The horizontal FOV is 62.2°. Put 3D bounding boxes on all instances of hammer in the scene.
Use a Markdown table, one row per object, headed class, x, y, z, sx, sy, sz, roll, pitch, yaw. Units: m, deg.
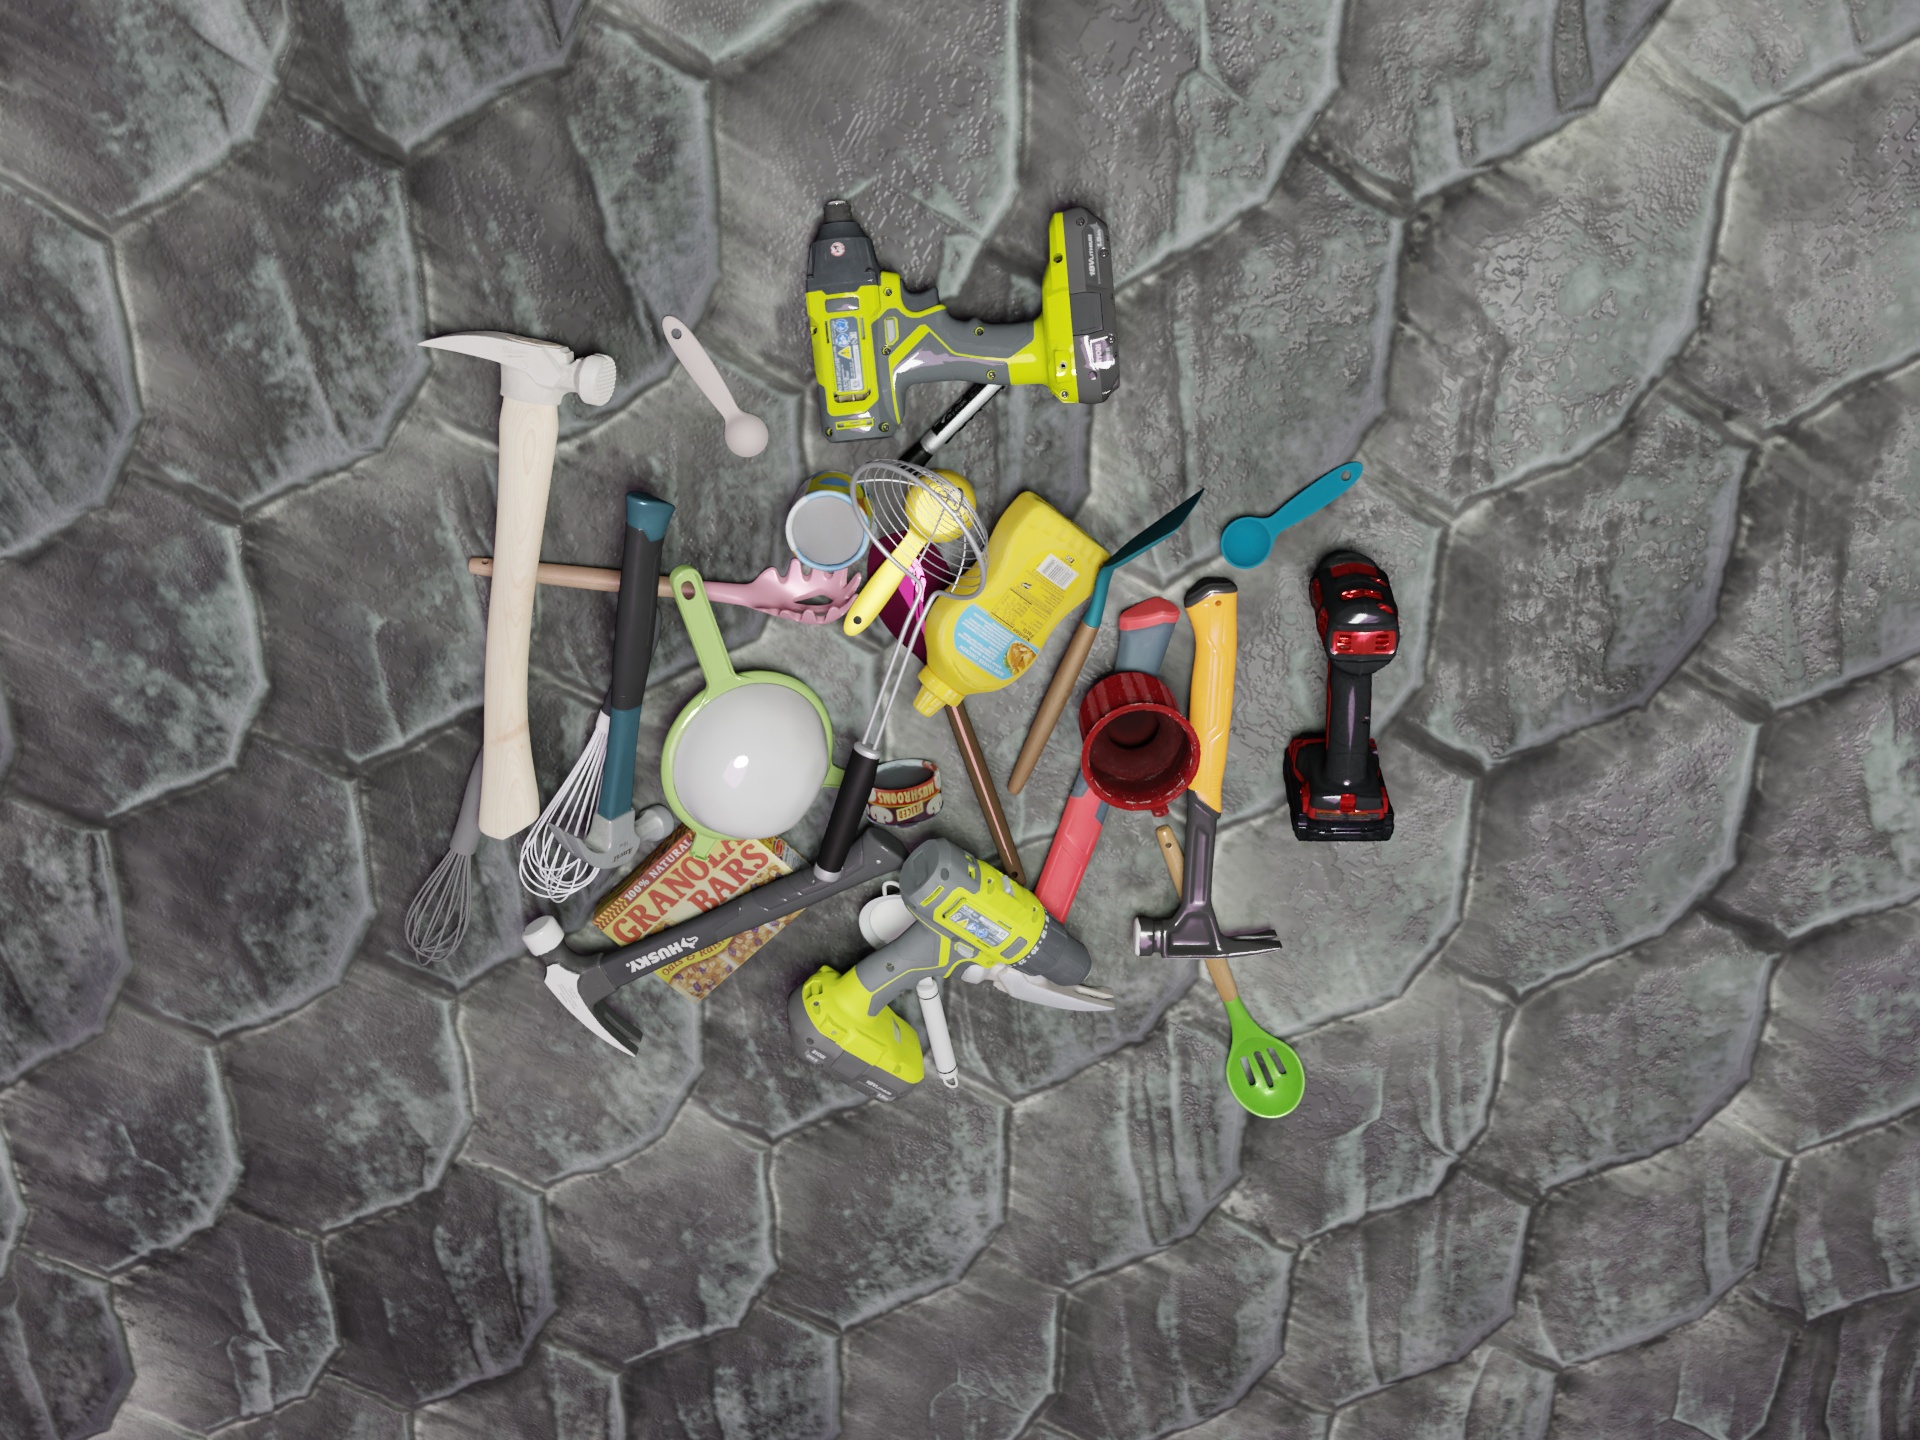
| class | x | y | z | sx | sy | sz | roll | pitch | yaw |
| --- | --- | --- | --- | --- | --- | --- | --- | --- | --- |
| hammer | -0.196 | 0.176 | 1.361 | 0.335 | 0.035 | 0.146 | -24 | 112 | 10 |
| hammer | -0.363 | -0.098 | 1.259 | 0.146 | 0.038 | 0.410 | 13 | 112 | 7 |
| hammer | 0.122 | 0.079 | 1.355 | 0.143 | 0.038 | 0.386 | 15 | 114 | -7 |
| hammer | 0.213 | 0.046 | 1.329 | 0.127 | 0.034 | 0.336 | 0 | 110 | 0 |
| hammer | -0.262 | -0.026 | 1.257 | 0.033 | 0.128 | 0.330 | 25 | 120 | 23 |

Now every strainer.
| class | x | y | z | sx | sy | sz | roll | pitch | yaw |
| --- | --- | --- | --- | --- | --- | --- | --- | --- | --- |
| strainer | -0.173 | -0.003 | 1.259 | 0.151 | 0.069 | 0.256 | -27 | 124 | -18 |
| strainer | -0.032 | 0.233 | 1.427 | 0.087 | 0.050 | 0.258 | -2 | 121 | 16 |

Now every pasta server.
| class | x | y | z | sx | sy | sz | roll | pitch | yaw |
| --- | --- | --- | --- | --- | --- | --- | --- | --- | --- |
| pasta server | -0.238 | -0.113 | 1.274 | 0.316 | 0.060 | 0.040 | 6 | 144 | 1 |

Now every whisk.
| class | x | y | z | sx | sy | sz | roll | pitch | yaw |
| --- | --- | --- | --- | --- | --- | --- | --- | --- | --- |
| whisk | -0.430 | 0.110 | 1.373 | 0.055 | 0.055 | 0.239 | 22 | 109 | -9 |
| whisk | -0.301 | 0.029 | 1.332 | 0.070 | 0.070 | 0.284 | 21 | 108 | -9 |

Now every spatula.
| class | x | y | z | sx | sy | sz | roll | pitch | yaw |
| --- | --- | --- | --- | --- | --- | --- | --- | --- | --- |
| spatula | 0.104 | -0.052 | 1.267 | 0.044 | 0.082 | 0.317 | 28 | 126 | 6 |

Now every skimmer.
| class | x | y | z | sx | sy | sz | roll | pitch | yaw |
| --- | --- | --- | --- | --- | --- | --- | --- | --- | --- |
| skimmer | -0.071 | -0.025 | 1.214 | 0.127 | 0.090 | 0.363 | 31 | 115 | 25 |

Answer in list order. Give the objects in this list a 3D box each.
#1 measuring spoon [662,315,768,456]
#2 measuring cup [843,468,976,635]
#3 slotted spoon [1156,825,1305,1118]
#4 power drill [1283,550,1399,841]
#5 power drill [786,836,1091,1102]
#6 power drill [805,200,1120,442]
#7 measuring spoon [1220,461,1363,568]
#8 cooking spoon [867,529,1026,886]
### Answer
| class | x | y | z | sx | sy | sz | roll | pitch | yaw |
| --- | --- | --- | --- | --- | --- | --- | --- | --- | --- |
| measuring spoon | -0.191 | -0.255 | 1.219 | 0.034 | 0.018 | 0.124 | -29 | 110 | 13 |
| measuring cup | -0.045 | -0.128 | 1.255 | 0.062 | 0.029 | 0.156 | 35 | 100 | -9 |
| slotted spoon | 0.236 | 0.226 | 1.428 | 0.070 | 0.031 | 0.313 | -21 | 111 | 10 |
| power drill | 0.303 | -0.023 | 1.258 | 0.078 | 0.143 | 0.219 | 0 | 121 | 5 |
| power drill | -0.019 | 0.220 | 1.353 | 0.190 | 0.080 | 0.228 | 36 | 112 | -27 |
| power drill | 0.000 | -0.299 | 1.159 | 0.223 | 0.080 | 0.171 | -5 | 98 | 6 |
| measuring spoon | 0.261 | -0.167 | 1.258 | 0.128 | 0.021 | 0.042 | -34 | 109 | 5 |
| cooking spoon | -0.002 | -0.004 | 1.312 | 0.069 | 0.017 | 0.318 | -18 | 105 | 8 |
